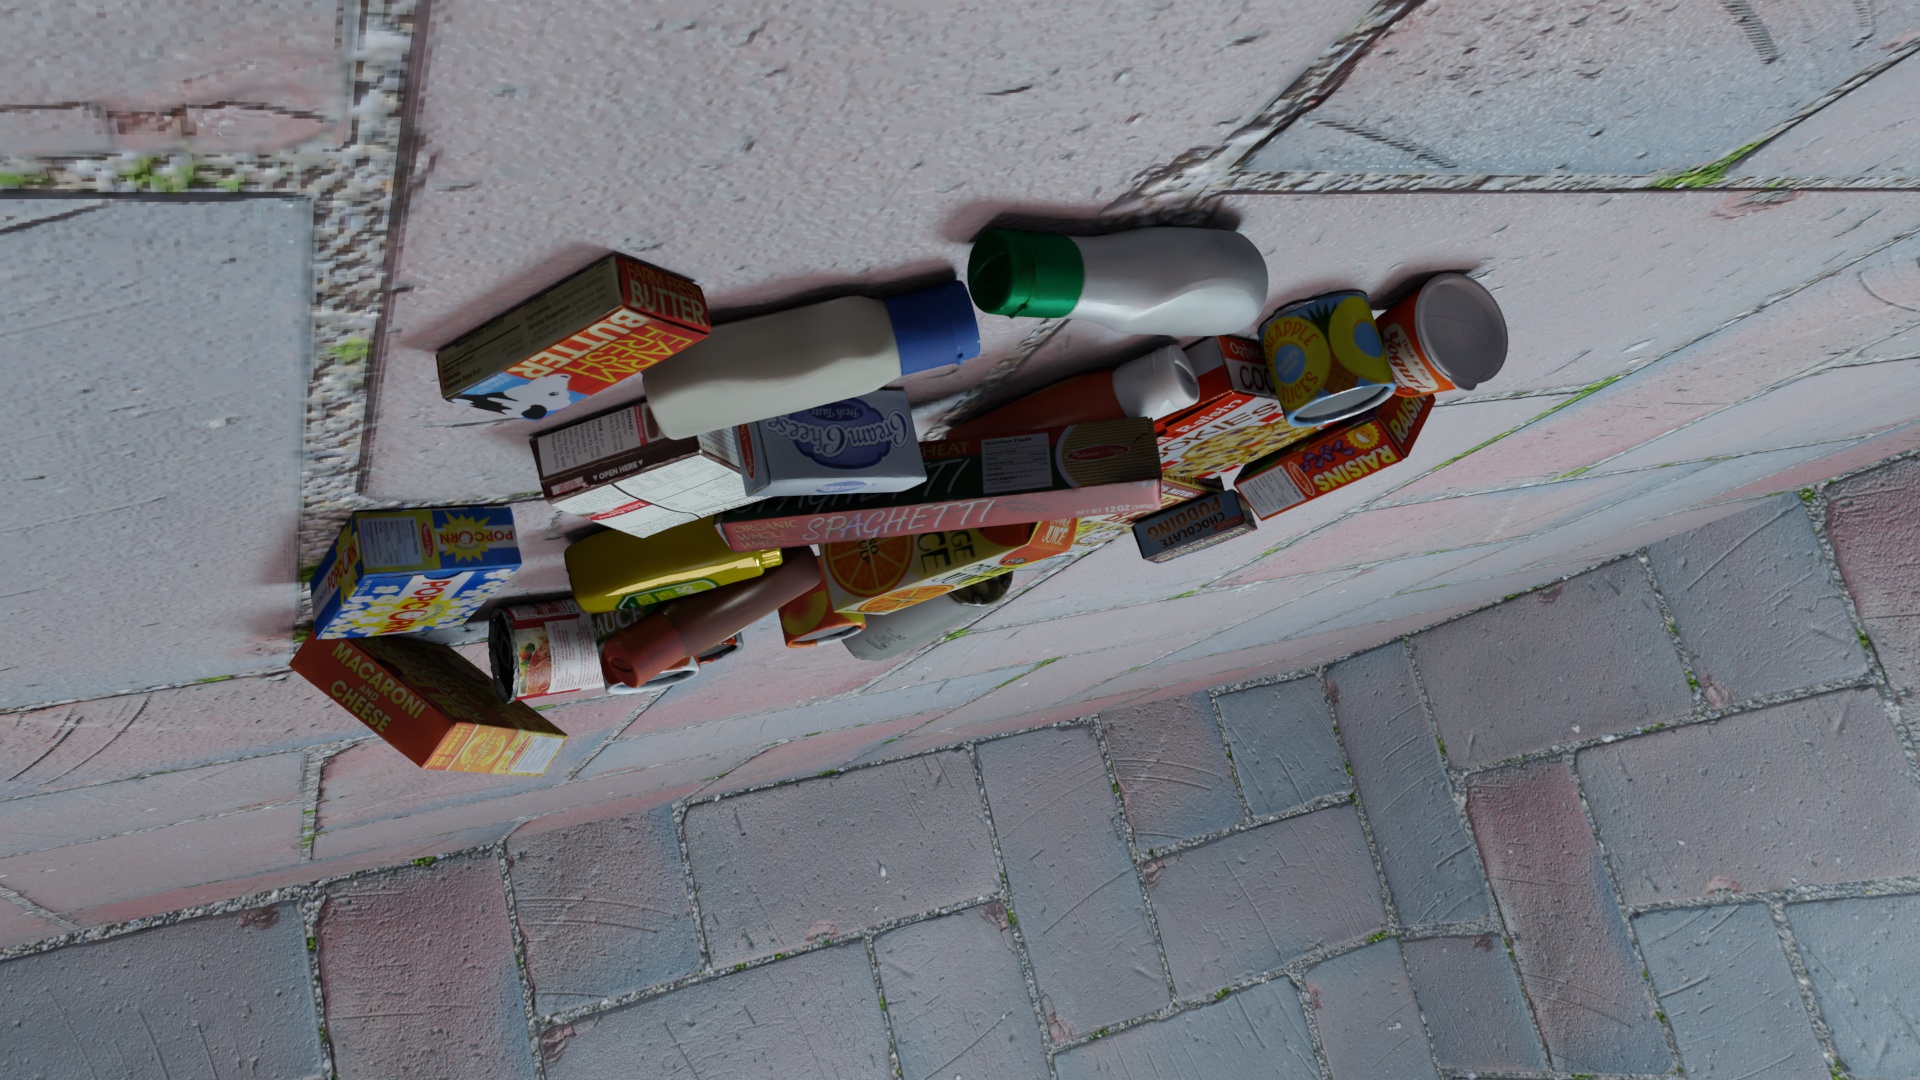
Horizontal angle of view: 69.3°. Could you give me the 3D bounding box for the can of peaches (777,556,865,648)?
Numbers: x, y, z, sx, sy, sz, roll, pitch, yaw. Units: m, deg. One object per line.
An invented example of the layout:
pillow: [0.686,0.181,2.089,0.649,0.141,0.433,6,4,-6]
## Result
can of peaches: [-0.114,0.049,1.097,0.071,0.058,0.071,-14,168,-3]

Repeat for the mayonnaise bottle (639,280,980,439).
mayonnaise bottle: [-0.067,-0.083,0.626,0.148,0.041,0.064,-14,169,-6]

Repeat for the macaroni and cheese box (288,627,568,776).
macaroni and cheese box: [-0.363,0.112,0.964,0.040,0.124,0.166,-56,166,-5]

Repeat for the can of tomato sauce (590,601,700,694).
can of tomato sauce: [-0.221,0.058,0.958,0.071,0.083,0.071,-14,167,-3]

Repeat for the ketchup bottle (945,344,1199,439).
ketchup bottle: [0.067,-0.071,0.819,0.148,0.044,0.064,-23,155,29]

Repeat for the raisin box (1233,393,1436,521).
raisin box: [0.261,-0.070,0.971,0.123,0.040,0.086,-27,-165,44]

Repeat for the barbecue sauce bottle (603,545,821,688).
barbecue sauce bottle: [-0.166,0.045,0.925,0.065,0.043,0.149,7,-149,46]

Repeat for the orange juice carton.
orange juice carton: [0.003,-0.012,0.930,0.192,0.073,0.072,-20,167,24]

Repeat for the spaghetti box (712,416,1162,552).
spaghetti box: [-0.013,-0.032,0.785,0.250,0.050,0.028,-6,140,6]

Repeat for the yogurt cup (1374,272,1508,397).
yogurt cup: [0.277,-0.117,0.817,0.072,0.072,0.054,-8,173,-26]

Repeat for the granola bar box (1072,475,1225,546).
granola bar box: [0.107,-0.035,1.026,0.124,0.039,0.166,-22,166,28]

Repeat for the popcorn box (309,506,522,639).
popcorn box: [-0.313,0.020,0.794,0.085,0.038,0.126,-3,163,-37]

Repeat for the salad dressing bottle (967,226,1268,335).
salad dressing bottle: [0.073,-0.118,0.628,0.148,0.044,0.064,-4,165,-35]

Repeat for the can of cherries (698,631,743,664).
can of cherries: [-0.204,0.061,1.045,0.071,0.058,0.071,-14,167,-3]

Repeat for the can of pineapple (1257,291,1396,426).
can of pineapple: [0.211,-0.104,0.806,0.071,0.058,0.071,-14,167,-3]

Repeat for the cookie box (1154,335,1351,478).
cookie box: [0.163,-0.081,0.891,0.122,0.040,0.168,-25,163,39]

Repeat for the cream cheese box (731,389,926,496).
cream cheese box: [-0.068,-0.052,0.727,0.104,0.053,0.024,-3,165,-41]

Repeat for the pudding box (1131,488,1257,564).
pudding box: [0.178,-0.010,1.056,0.083,0.030,0.049,-20,167,19]

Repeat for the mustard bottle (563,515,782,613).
mustard bottle: [-0.165,0.007,0.880,0.160,0.049,0.065,-13,171,-5]

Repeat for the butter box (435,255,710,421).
butter box: [-0.159,-0.080,0.569,0.103,0.024,0.053,-21,165,25]
